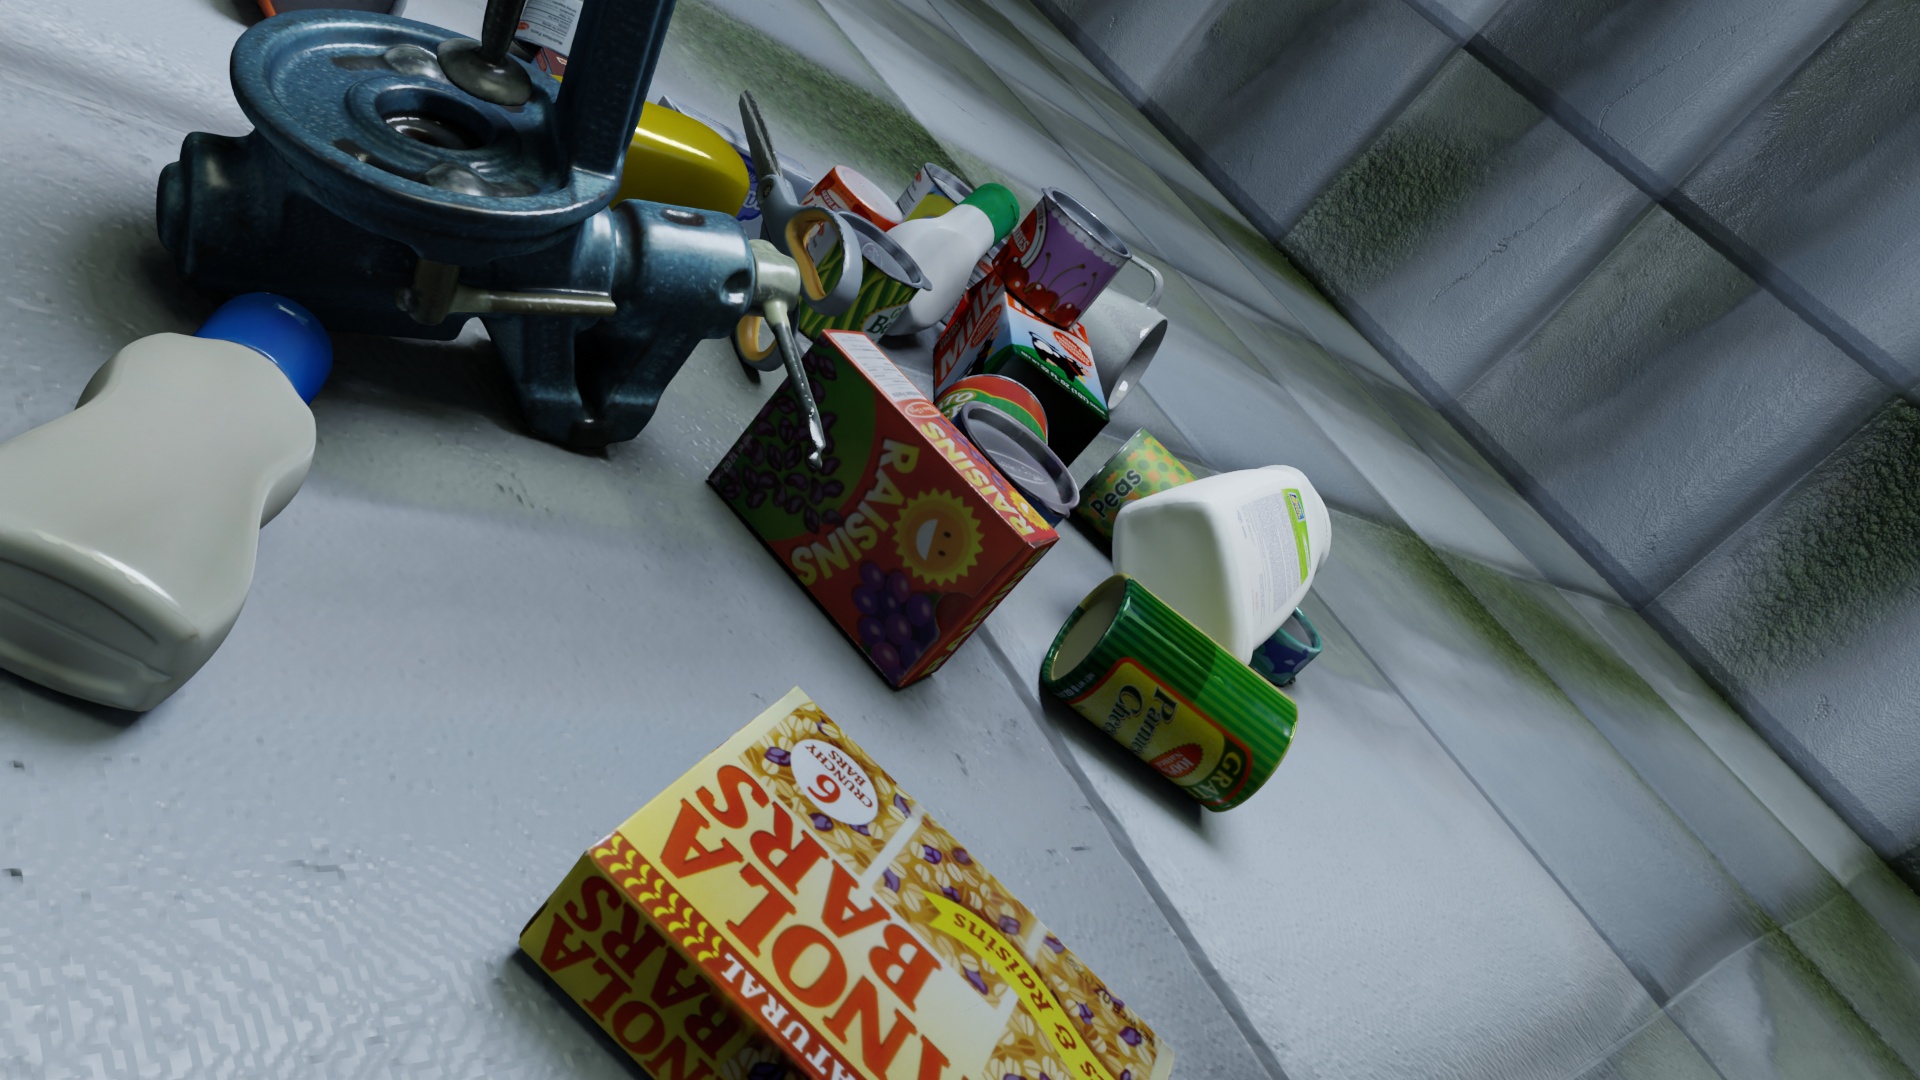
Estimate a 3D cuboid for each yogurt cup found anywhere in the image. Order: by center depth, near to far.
[{"bbox_3d":[-0.073,-0.200,0.881,0.072,0.053,0.073,35,23,-17],"label":"yogurt cup"}]

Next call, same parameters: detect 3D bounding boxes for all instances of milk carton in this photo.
[{"bbox_3d":[0.033,-0.107,0.858,0.072,0.073,0.191,34,23,-18],"label":"milk carton"}]

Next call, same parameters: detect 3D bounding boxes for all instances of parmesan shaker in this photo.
[{"bbox_3d":[0.095,0.072,0.651,0.103,0.071,0.071,37,23,-10],"label":"parmesan shaker"}]

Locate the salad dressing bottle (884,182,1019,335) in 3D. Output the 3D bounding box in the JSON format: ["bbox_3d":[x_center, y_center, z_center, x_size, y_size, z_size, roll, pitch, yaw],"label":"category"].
[{"bbox_3d":[-0.011,-0.183,0.885,0.148,0.044,0.064,-48,132,-42],"label":"salad dressing bottle"}]

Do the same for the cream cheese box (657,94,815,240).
[{"bbox_3d":[-0.137,-0.208,0.792,0.104,0.053,0.024,15,32,-48],"label":"cream cheese box"}]

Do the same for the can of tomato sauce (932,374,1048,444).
[{"bbox_3d":[0.011,-0.040,0.712,0.071,0.071,0.083,35,24,-15],"label":"can of tomato sauce"}]

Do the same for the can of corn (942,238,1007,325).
[{"bbox_3d":[0.010,-0.185,0.981,0.071,0.058,0.071,34,23,-17],"label":"can of corn"}]

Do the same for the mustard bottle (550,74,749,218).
[{"bbox_3d":[-0.183,-0.194,0.682,0.160,0.065,0.049,15,38,-41],"label":"mustard bottle"}]

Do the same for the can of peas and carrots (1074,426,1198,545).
[{"bbox_3d":[0.108,-0.026,0.842,0.059,0.070,0.071,44,22,3],"label":"can of peas and carrots"}]

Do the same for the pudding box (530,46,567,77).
[{"bbox_3d":[-0.203,-0.224,0.745,0.049,0.030,0.084,21,31,-43],"label":"pudding box"}]

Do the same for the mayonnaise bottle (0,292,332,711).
[{"bbox_3d":[-0.204,-0.021,0.363,0.064,0.041,0.149,34,23,-23],"label":"mayonnaise bottle"}]

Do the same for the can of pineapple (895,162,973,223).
[{"bbox_3d":[-0.016,-0.236,1.033,0.071,0.057,0.071,35,24,-17],"label":"can of pineapple"}]

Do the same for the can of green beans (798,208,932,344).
[{"bbox_3d":[-0.063,-0.146,0.793,0.071,0.057,0.071,35,23,-17],"label":"can of green beans"}]

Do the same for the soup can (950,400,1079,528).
[{"bbox_3d":[0.002,-0.008,0.615,0.071,0.083,0.072,34,23,-17],"label":"soup can"}]

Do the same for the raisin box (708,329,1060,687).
[{"bbox_3d":[-0.032,-0.014,0.568,0.123,0.086,0.040,47,21,12],"label":"raisin box"}]

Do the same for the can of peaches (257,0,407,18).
[{"bbox_3d":[-0.293,-0.265,0.627,0.071,0.071,0.058,7,41,-54],"label":"can of peaches"}]

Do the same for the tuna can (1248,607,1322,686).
[{"bbox_3d":[0.195,0.058,0.876,0.071,0.032,0.071,34,24,-17],"label":"tuna can"}]

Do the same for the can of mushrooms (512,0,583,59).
[{"bbox_3d":[-0.218,-0.286,0.798,0.071,0.033,0.071,23,3,-1],"label":"can of mushrooms"}]

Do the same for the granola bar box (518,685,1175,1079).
[{"bbox_3d":[-0.022,0.129,0.386,0.165,0.039,0.124,44,22,4],"label":"granola bar box"}]

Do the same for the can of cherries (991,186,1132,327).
[{"bbox_3d":[0.060,-0.174,0.850,0.071,0.058,0.072,34,24,-17],"label":"can of cherries"}]
